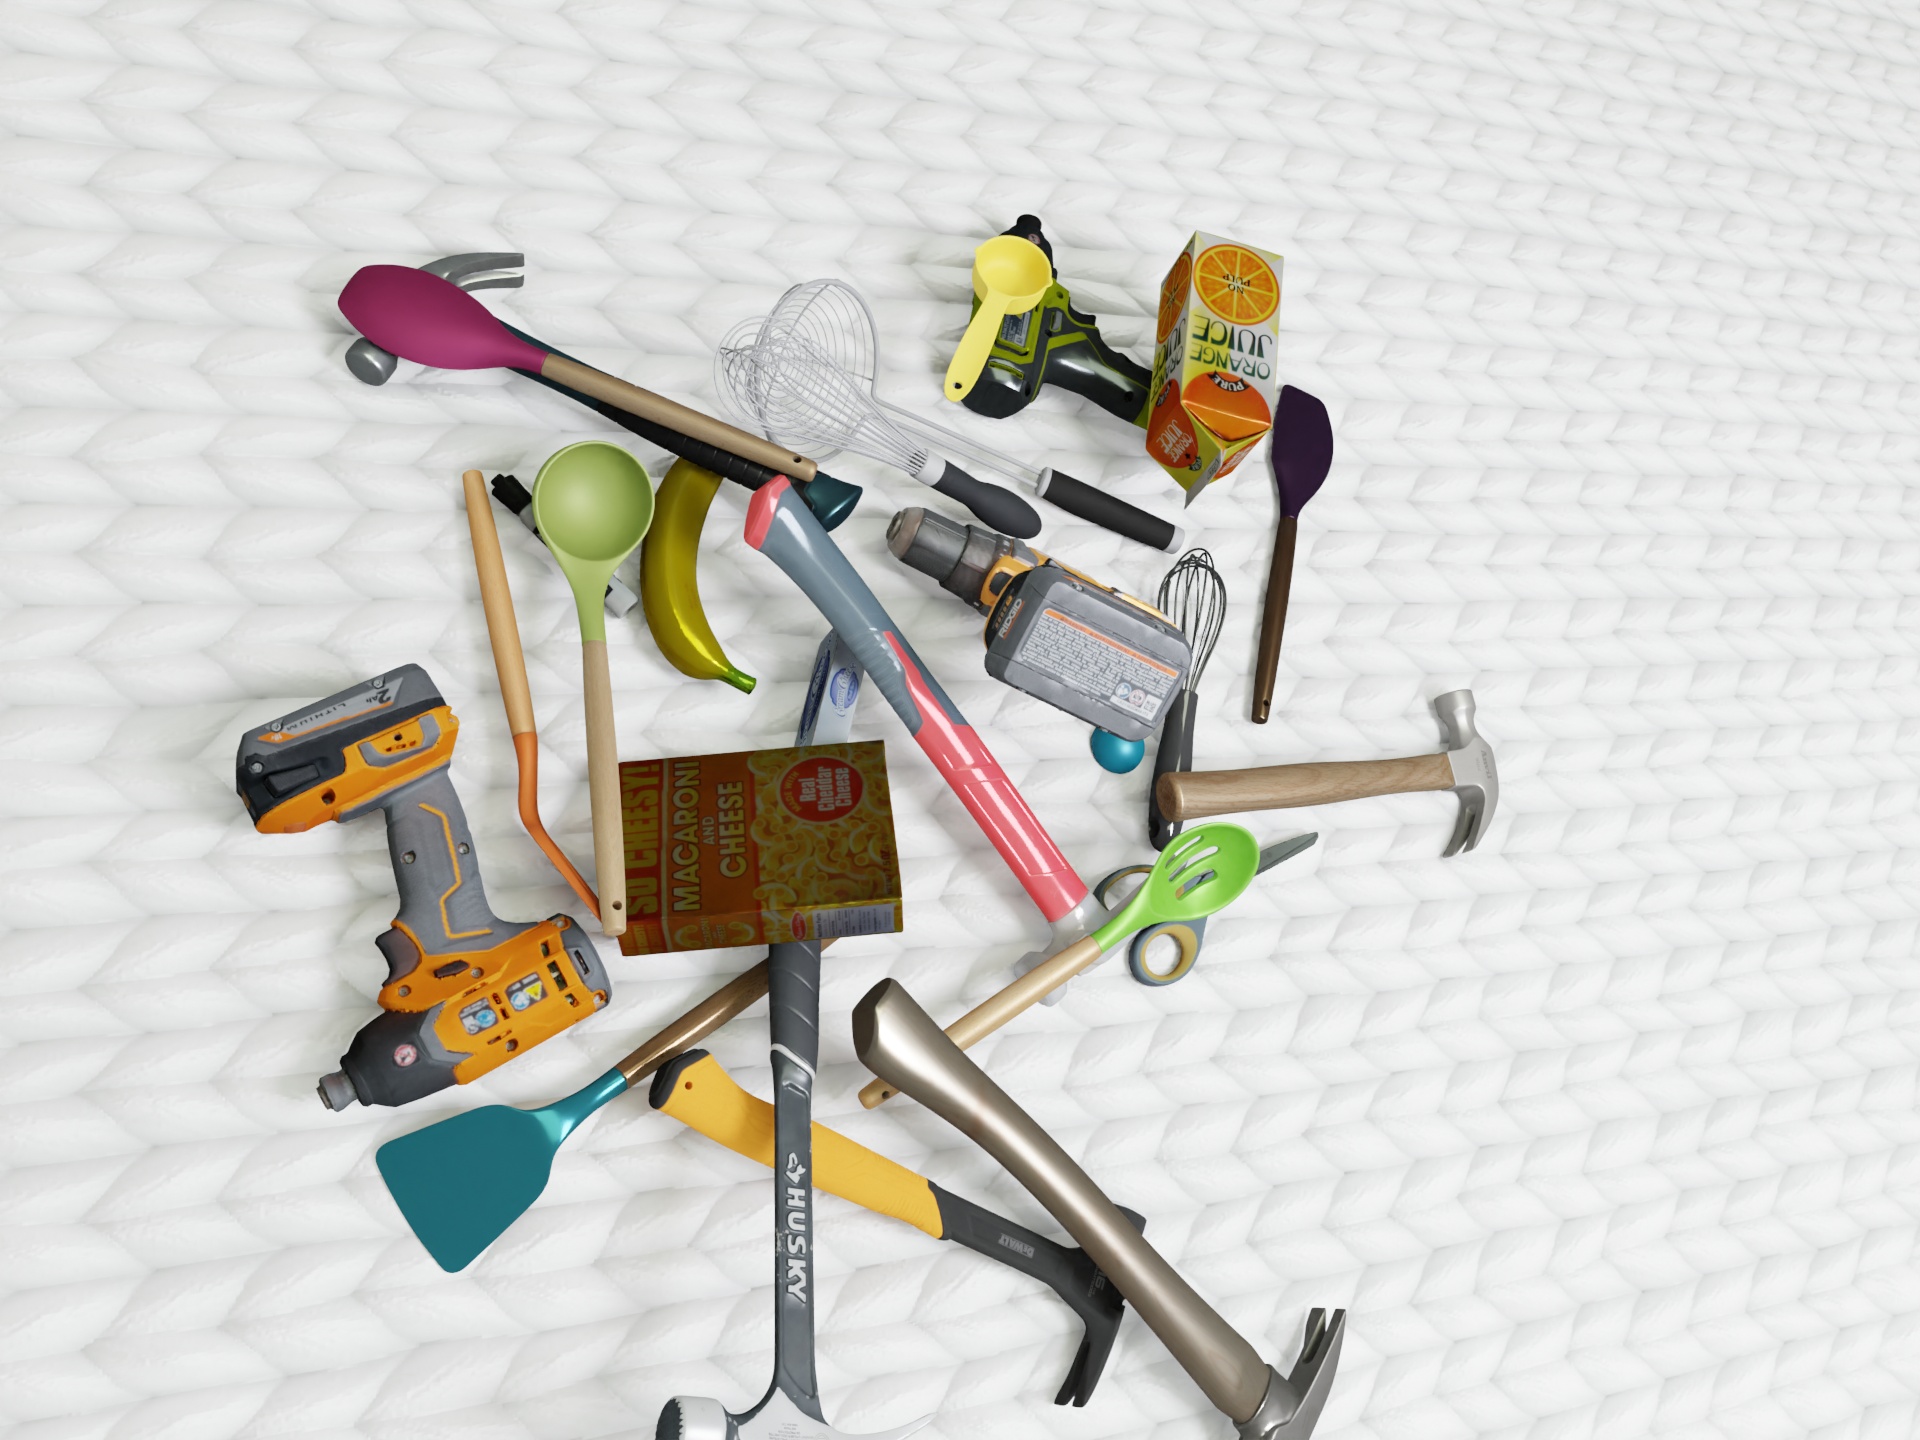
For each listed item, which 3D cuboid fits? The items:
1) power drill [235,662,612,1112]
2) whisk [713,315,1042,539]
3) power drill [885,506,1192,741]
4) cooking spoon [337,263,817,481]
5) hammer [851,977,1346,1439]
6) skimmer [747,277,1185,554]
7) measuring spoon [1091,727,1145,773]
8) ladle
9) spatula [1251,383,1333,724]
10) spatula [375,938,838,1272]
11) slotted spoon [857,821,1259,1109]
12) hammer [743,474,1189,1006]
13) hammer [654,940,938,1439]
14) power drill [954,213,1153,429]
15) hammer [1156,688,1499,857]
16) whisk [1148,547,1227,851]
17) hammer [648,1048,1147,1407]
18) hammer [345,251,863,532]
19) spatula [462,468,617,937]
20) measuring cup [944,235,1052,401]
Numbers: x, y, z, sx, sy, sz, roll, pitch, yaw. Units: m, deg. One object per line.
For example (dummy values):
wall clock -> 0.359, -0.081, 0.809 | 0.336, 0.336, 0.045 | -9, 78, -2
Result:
power drill -> -0.320, 0.100, 0.898 | 0.164, 0.084, 0.226 | -28, 88, -28
whisk -> -0.048, -0.185, 1.077 | 0.284, 0.070, 0.070 | 25, 62, -37
power drill -> 0.045, -0.077, 1.058 | 0.185, 0.226, 0.084 | 25, 102, -15
cooking spoon -> -0.241, -0.219, 1.019 | 0.319, 0.017, 0.069 | 22, 61, -4
hammer -> 0.088, 0.304, 0.984 | 0.410, 0.038, 0.146 | 48, 54, -13
skimmer -> 0.016, -0.197, 1.147 | 0.363, 0.090, 0.127 | 21, 87, -18
measuring spoon -> 0.117, -0.025, 1.169 | 0.042, 0.021, 0.129 | 7, 70, -22
ladle -> -0.214, -0.028, 0.954 | 0.078, 0.062, 0.320 | 7, 59, -31
spatula -> 0.262, -0.138, 1.278 | 0.059, 0.018, 0.316 | 22, 63, -17
spatula -> -0.187, 0.200, 0.954 | 0.317, 0.044, 0.082 | -32, 87, -34
slotted spoon -> 0.066, 0.157, 1.029 | 0.314, 0.031, 0.070 | -31, 118, -19
hammer -> -0.002, -0.003, 1.040 | 0.143, 0.038, 0.386 | -40, 103, -18
hammer -> -0.092, 0.217, 0.919 | 0.149, 0.036, 0.409 | 18, 48, -27
power drill -> 0.116, -0.292, 1.236 | 0.223, 0.080, 0.171 | 18, 66, -14
hammer -> 0.285, 0.048, 1.196 | 0.331, 0.031, 0.130 | -4, 75, -31
whisk -> 0.162, -0.018, 1.177 | 0.055, 0.055, 0.239 | 16, 71, -18
hammer -> -0.039, 0.295, 0.963 | 0.336, 0.034, 0.127 | 31, 61, -17
hammer -> -0.222, -0.208, 1.049 | 0.331, 0.033, 0.128 | 26, 61, -3
spatula -> -0.264, -0.015, 0.982 | 0.041, 0.081, 0.323 | -15, 72, -5
measuring cup -> 0.018, -0.284, 1.148 | 0.062, 0.029, 0.157 | 24, 65, -1
